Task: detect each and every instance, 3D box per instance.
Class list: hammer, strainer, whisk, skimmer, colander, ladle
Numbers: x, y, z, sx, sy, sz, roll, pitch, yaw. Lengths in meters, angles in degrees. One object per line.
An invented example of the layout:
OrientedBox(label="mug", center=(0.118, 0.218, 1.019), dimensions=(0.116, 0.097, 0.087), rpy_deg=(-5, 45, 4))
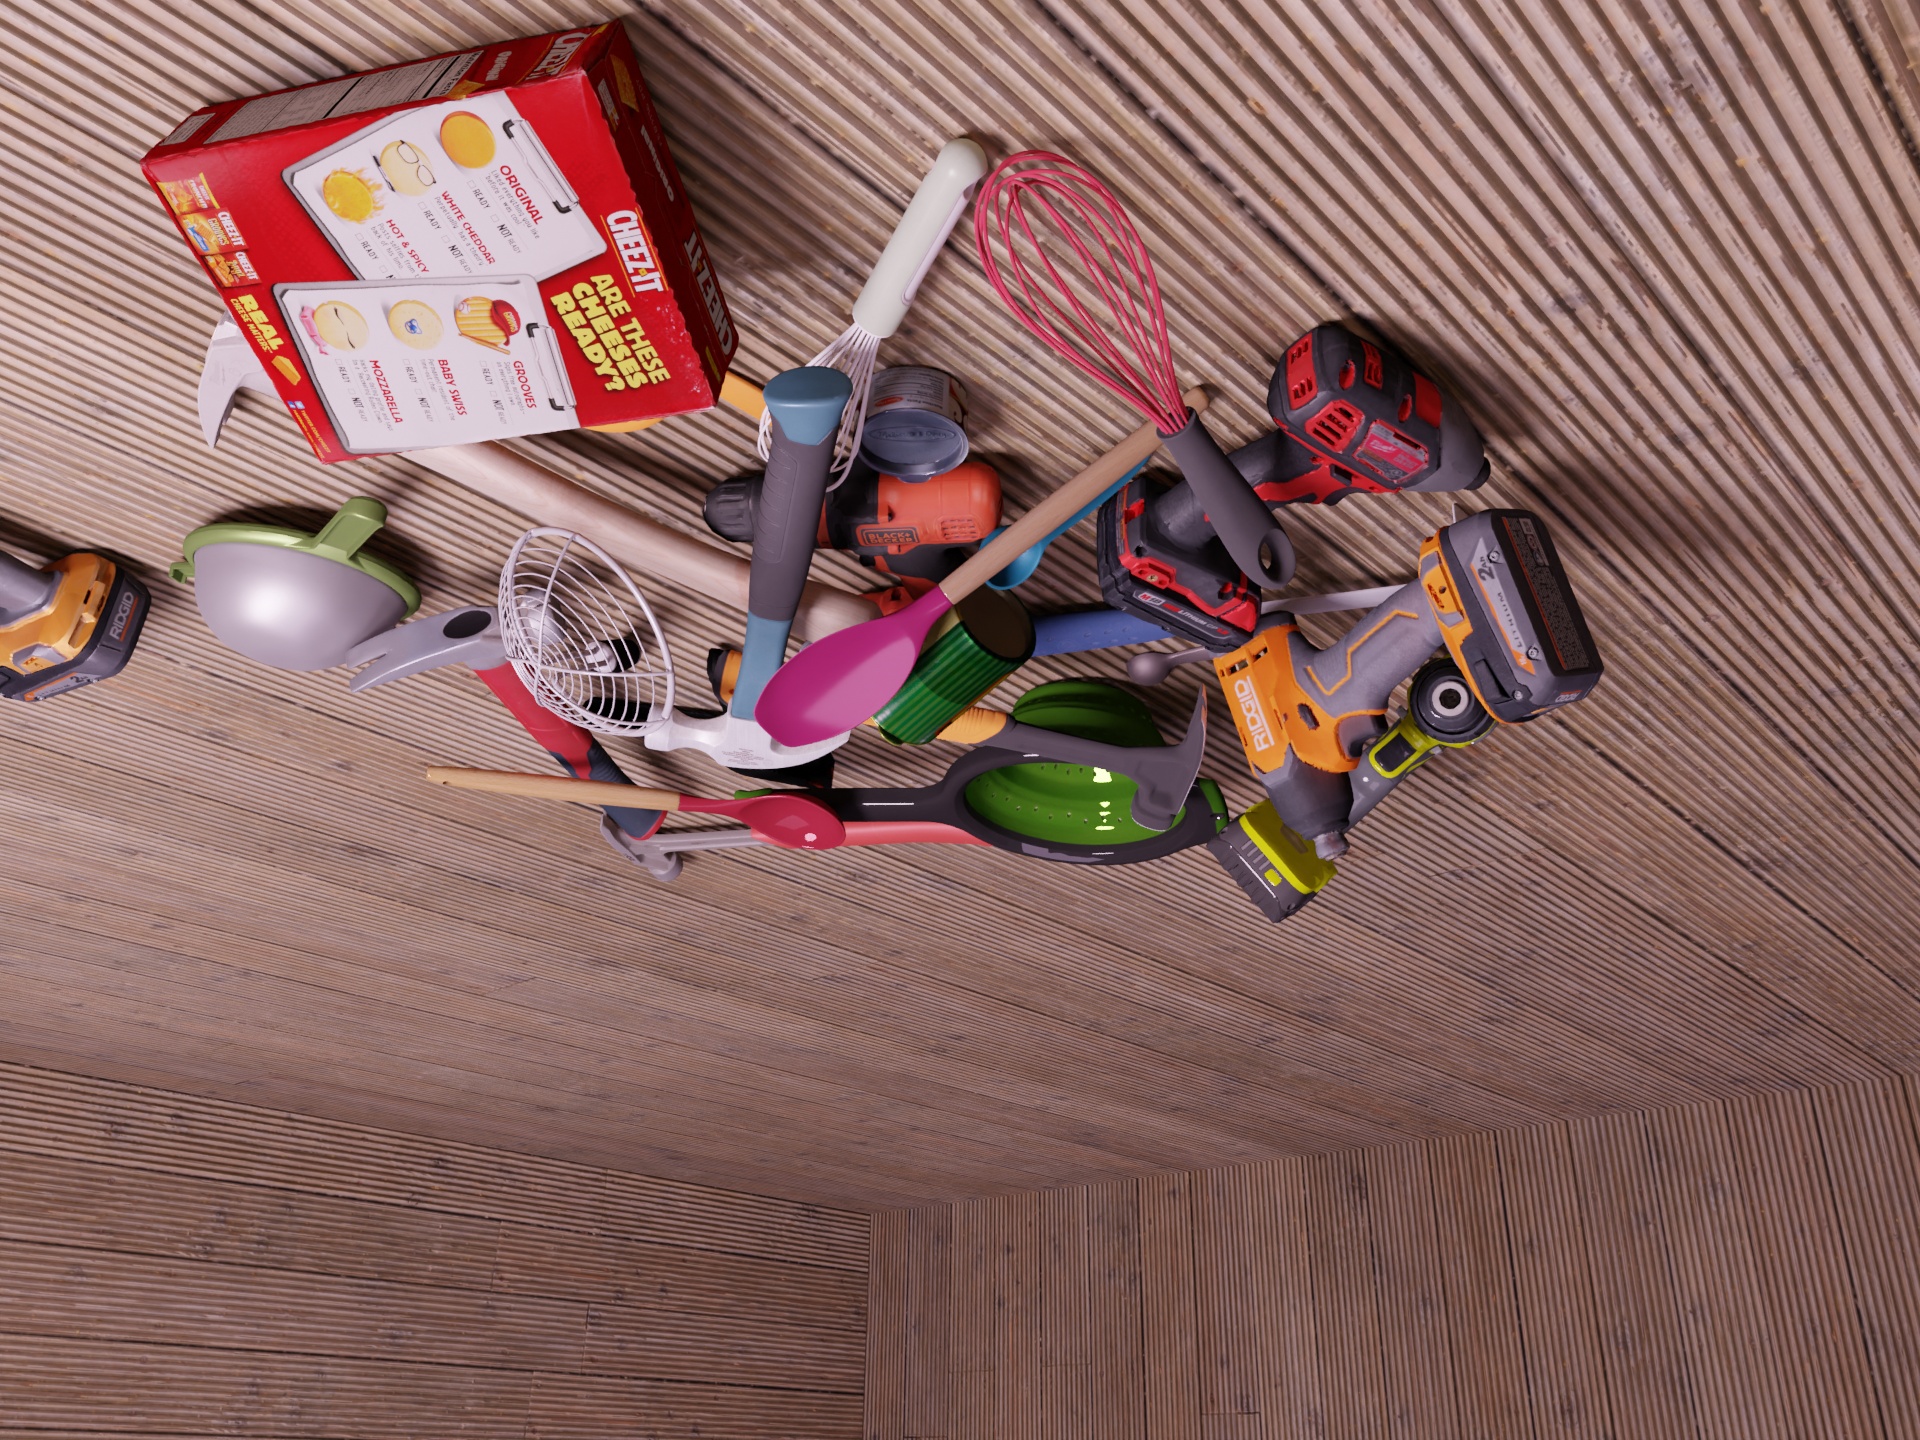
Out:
OrientedBox(label="hammer", center=(-0.232, -0.122, 0.937), dimensions=(0.410, 0.038, 0.146), rpy_deg=(24, 148, -23))
OrientedBox(label="strainer", center=(-0.412, -0.079, 1.011), dimensions=(0.151, 0.069, 0.256), rpy_deg=(18, 161, -30))
OrientedBox(label="whisk", center=(-0.047, -0.200, 0.817), dimensions=(0.059, 0.058, 0.246), rpy_deg=(40, 139, -1))
OrientedBox(label="hammer", center=(-0.312, 0.018, 1.198), dimensions=(0.143, 0.038, 0.386), rpy_deg=(-17, 156, -1))
OrientedBox(label="hammer", center=(-0.002, -0.003, 1.086), dimensions=(0.337, 0.034, 0.127), rpy_deg=(12, 138, -1))
OrientedBox(label="hammer", center=(-0.143, 0.101, 1.464), dimensions=(0.359, 0.037, 0.149), rpy_deg=(-4, 154, 11))
OrientedBox(label="hammer", center=(-0.109, -0.074, 0.920), dimensions=(0.128, 0.033, 0.330), rpy_deg=(10, 142, -8))
OrientedBox(label="whisk", center=(0.101, -0.165, 0.808), dimensions=(0.073, 0.073, 0.295), rpy_deg=(-16, 134, 32))
OrientedBox(label="skimmer", center=(-0.211, -0.054, 0.995), dimensions=(0.090, 0.127, 0.363), rpy_deg=(-36, -175, 0))
OrientedBox(label="hammer", center=(0.161, -0.074, 1.093), dimensions=(0.405, 0.035, 0.144), rpy_deg=(-6, 154, 14))
OrientedBox(label="colander", center=(0.013, 0.034, 1.260), dimensions=(0.397, 0.095, 0.204), rpy_deg=(-1, 152, 16))
OrientedBox(label="ladle", center=(-0.240, 0.060, 1.206), dimensions=(0.315, 0.031, 0.069), rpy_deg=(8, 144, -17))

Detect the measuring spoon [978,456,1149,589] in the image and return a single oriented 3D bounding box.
OrientedBox(label="measuring spoon", center=(0.060, -0.127, 0.948), dimensions=(0.128, 0.021, 0.042), rpy_deg=(-39, 139, -4))

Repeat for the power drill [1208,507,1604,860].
OrientedBox(label="power drill", center=(0.267, -0.017, 0.977), dimensions=(0.084, 0.164, 0.226), rpy_deg=(-6, 163, -44))

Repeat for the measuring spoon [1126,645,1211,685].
OrientedBox(label="measuring spoon", center=(0.182, -0.044, 1.173), dimensions=(0.124, 0.018, 0.034), rpy_deg=(-11, 151, 22))

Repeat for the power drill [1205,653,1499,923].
OrientedBox(label="power drill", center=(0.287, 0.040, 1.121), dimensions=(0.228, 0.080, 0.190), rpy_deg=(-44, 167, 15))

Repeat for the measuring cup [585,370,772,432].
OrientedBox(label="measuring cup", center=(-0.157, -0.178, 0.867), dimensions=(0.173, 0.052, 0.095), rpy_deg=(24, 146, -36))

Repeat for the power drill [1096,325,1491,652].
OrientedBox(label="power drill", center=(0.192, -0.130, 0.930), dimensions=(0.143, 0.079, 0.219), rpy_deg=(21, 145, -28))

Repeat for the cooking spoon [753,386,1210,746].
OrientedBox(label="cooking spoon", center=(0.012, -0.088, 0.917), dimensions=(0.319, 0.017, 0.068), rpy_deg=(-37, 129, 8))

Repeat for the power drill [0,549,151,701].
OrientedBox(label="power drill", center=(-0.676, -0.097, 1.027), dimensions=(0.185, 0.084, 0.226), rpy_deg=(-13, 147, 27))
